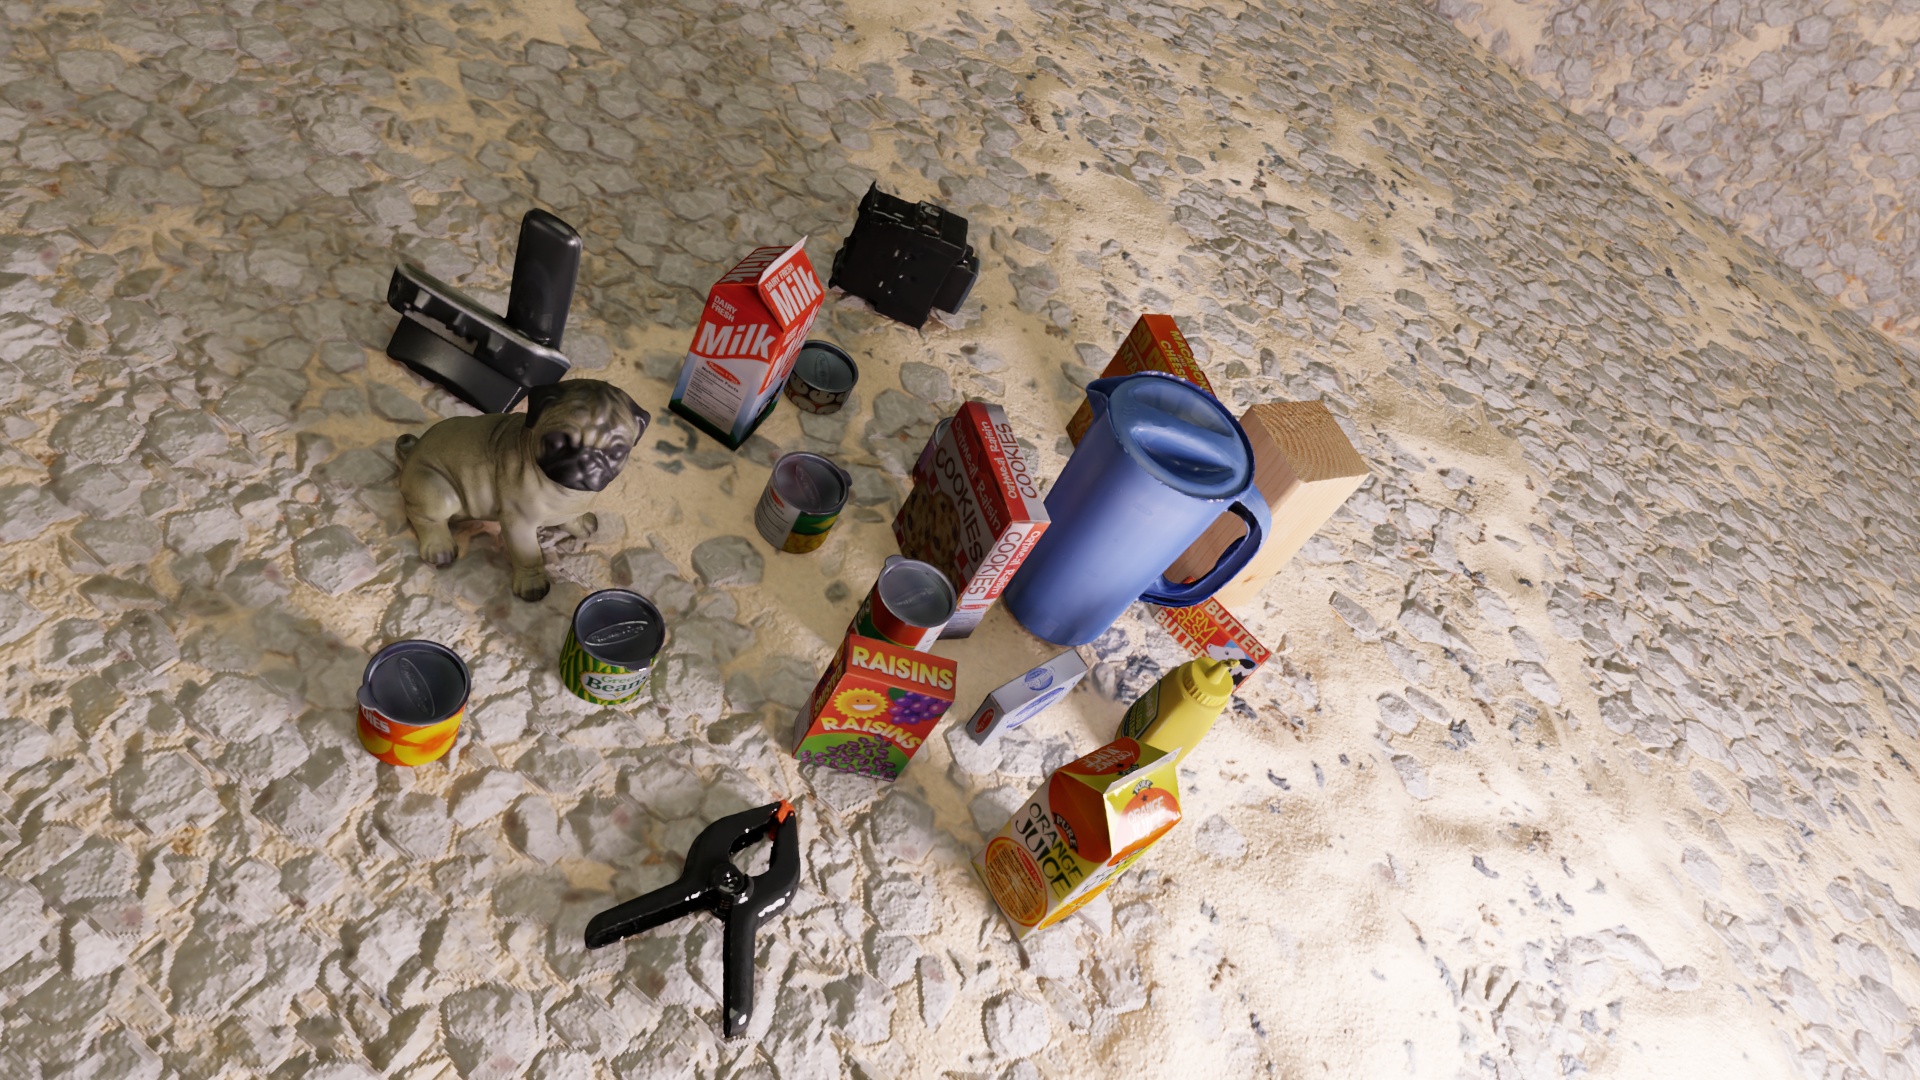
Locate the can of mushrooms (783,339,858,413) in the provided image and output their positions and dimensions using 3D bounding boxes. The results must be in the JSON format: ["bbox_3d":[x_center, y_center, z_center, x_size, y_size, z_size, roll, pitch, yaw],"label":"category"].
[{"bbox_3d":[-0.133,-0.152,1.284,0.071,0.033,0.071,15,48,-17],"label":"can of mushrooms"}]

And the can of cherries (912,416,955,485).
[{"bbox_3d":[-0.004,-0.068,1.266,0.071,0.058,0.072,15,48,-17],"label":"can of cherries"}]

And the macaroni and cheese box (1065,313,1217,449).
[{"bbox_3d":[0.172,-0.115,1.325,0.040,0.165,0.124,-2,54,-30],"label":"macaroni and cheese box"}]

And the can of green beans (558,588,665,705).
[{"bbox_3d":[-0.253,0.078,1.008,0.071,0.057,0.071,15,48,-17],"label":"can of green beans"}]

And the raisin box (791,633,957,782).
[{"bbox_3d":[-0.065,0.125,1.024,0.086,0.122,0.040,17,47,-16],"label":"raisin box"}]

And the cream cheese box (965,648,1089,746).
[{"bbox_3d":[0.054,0.128,1.136,0.104,0.053,0.024,-23,67,-40],"label":"cream cheese box"}]

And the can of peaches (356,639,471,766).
[{"bbox_3d":[-0.365,0.109,0.921,0.071,0.057,0.071,15,48,-17],"label":"can of peaches"}]

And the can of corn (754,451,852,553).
[{"bbox_3d":[-0.132,-0.032,1.166,0.071,0.058,0.071,15,48,-17],"label":"can of corn"}]

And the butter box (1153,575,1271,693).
[{"bbox_3d":[0.228,0.086,1.266,0.103,0.052,0.024,46,46,13],"label":"butter box"}]

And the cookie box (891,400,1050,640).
[{"bbox_3d":[0.004,-0.014,1.148,0.040,0.166,0.123,-1,54,-29],"label":"cookie box"}]

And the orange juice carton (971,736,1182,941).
[{"bbox_3d":[0.088,0.205,0.991,0.072,0.191,0.073,-16,63,-37],"label":"orange juice carton"}]

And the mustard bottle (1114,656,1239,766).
[{"bbox_3d":[0.178,0.134,1.122,0.049,0.159,0.066,22,46,-11],"label":"mustard bottle"}]

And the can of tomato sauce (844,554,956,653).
[{"bbox_3d":[-0.051,0.063,1.113,0.071,0.082,0.071,15,48,-17],"label":"can of tomato sauce"}]

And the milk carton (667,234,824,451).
[{"bbox_3d":[-0.176,-0.172,1.168,0.073,0.189,0.073,34,45,1],"label":"milk carton"}]
